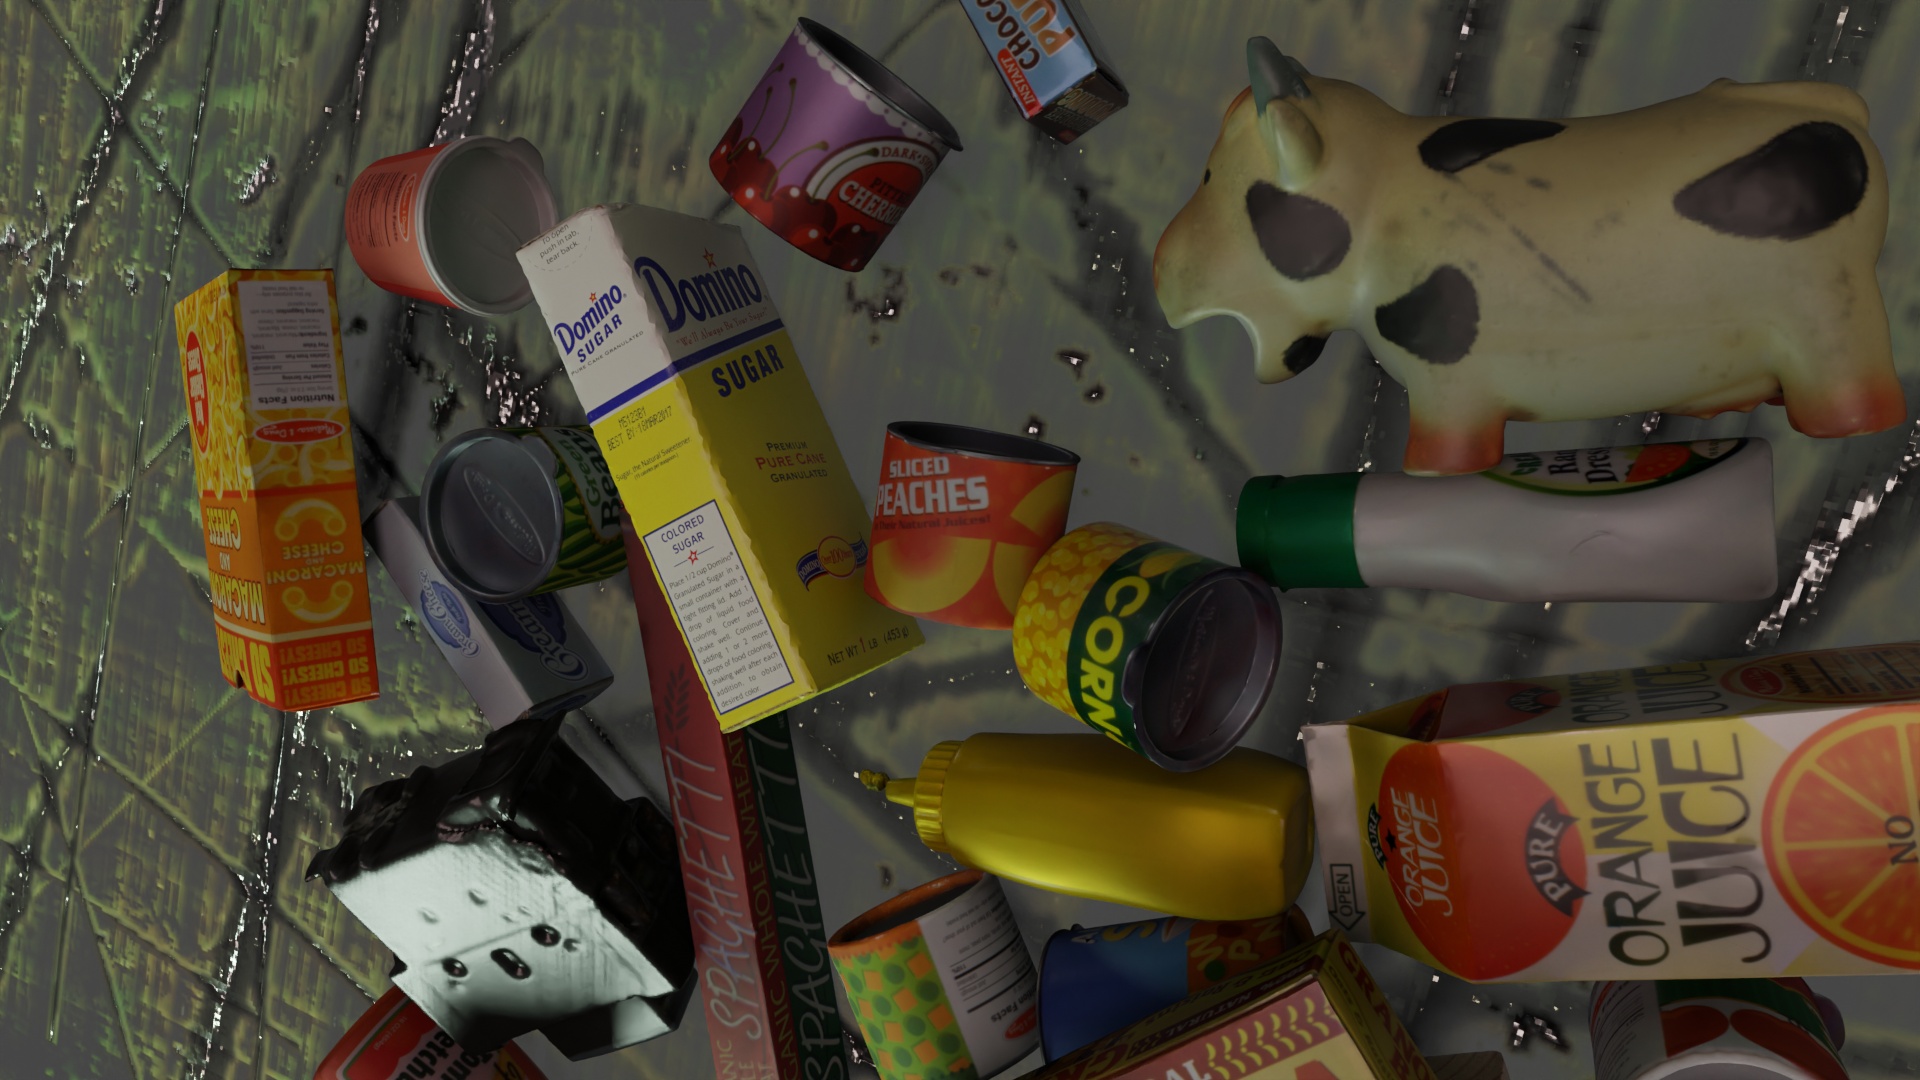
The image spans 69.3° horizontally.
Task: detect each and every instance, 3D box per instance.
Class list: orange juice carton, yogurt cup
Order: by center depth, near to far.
[{"bbox_3d":[0.199,0.078,0.400,0.192,0.073,0.071,-9,93,23],"label":"orange juice carton"},{"bbox_3d":[-0.200,-0.122,0.542,0.054,0.072,0.072,7,99,29],"label":"yogurt cup"}]

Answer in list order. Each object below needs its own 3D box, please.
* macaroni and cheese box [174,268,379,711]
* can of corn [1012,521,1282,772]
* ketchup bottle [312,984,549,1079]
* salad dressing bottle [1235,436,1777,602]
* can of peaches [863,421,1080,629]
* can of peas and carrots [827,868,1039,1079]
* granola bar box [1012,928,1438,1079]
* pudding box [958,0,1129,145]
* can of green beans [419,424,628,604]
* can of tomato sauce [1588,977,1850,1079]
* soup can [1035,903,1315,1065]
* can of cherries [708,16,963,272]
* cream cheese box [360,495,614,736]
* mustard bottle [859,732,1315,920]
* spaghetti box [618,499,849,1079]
[{"bbox_3d":[-0.282,-0.020,0.568,0.123,0.040,0.166,2,98,53],"label":"macaroni and cheese box"},{"bbox_3d":[0.057,0.032,0.443,0.058,0.071,0.071,23,106,48],"label":"can of corn"},{"bbox_3d":[-0.194,0.250,0.583,0.149,0.065,0.043,36,137,6],"label":"ketchup bottle"},{"bbox_3d":[0.158,-0.004,0.416,0.147,0.064,0.044,-2,105,29],"label":"salad dressing bottle"},{"bbox_3d":[0.002,-0.006,0.470,0.071,0.071,0.058,14,102,20],"label":"can of peaches"},{"bbox_3d":[-0.009,0.157,0.495,0.071,0.071,0.058,-24,86,22],"label":"can of peas and carrots"},{"bbox_3d":[0.065,0.200,0.386,0.165,0.039,0.124,-34,82,22],"label":"granola bar box"},{"bbox_3d":[0.020,-0.176,0.455,0.030,0.050,0.083,-29,86,20],"label":"pudding box"},{"bbox_3d":[-0.164,-0.012,0.541,0.071,0.058,0.071,3,97,22],"label":"can of green beans"},{"bbox_3d":[0.219,0.158,0.395,0.071,0.083,0.071,3,97,22],"label":"can of tomato sauce"},{"bbox_3d":[0.076,0.156,0.463,0.083,0.071,0.071,-15,91,22],"label":"soup can"},{"bbox_3d":[-0.042,-0.133,0.474,0.071,0.071,0.058,44,110,12],"label":"can of cherries"},{"bbox_3d":[-0.188,0.026,0.558,0.024,0.053,0.104,-40,81,23],"label":"cream cheese box"},{"bbox_3d":[0.037,0.092,0.474,0.160,0.065,0.048,2,98,28],"label":"mustard bottle"},{"bbox_3d":[-0.084,0.104,0.527,0.028,0.050,0.249,-8,93,23],"label":"spaghetti box"}]
